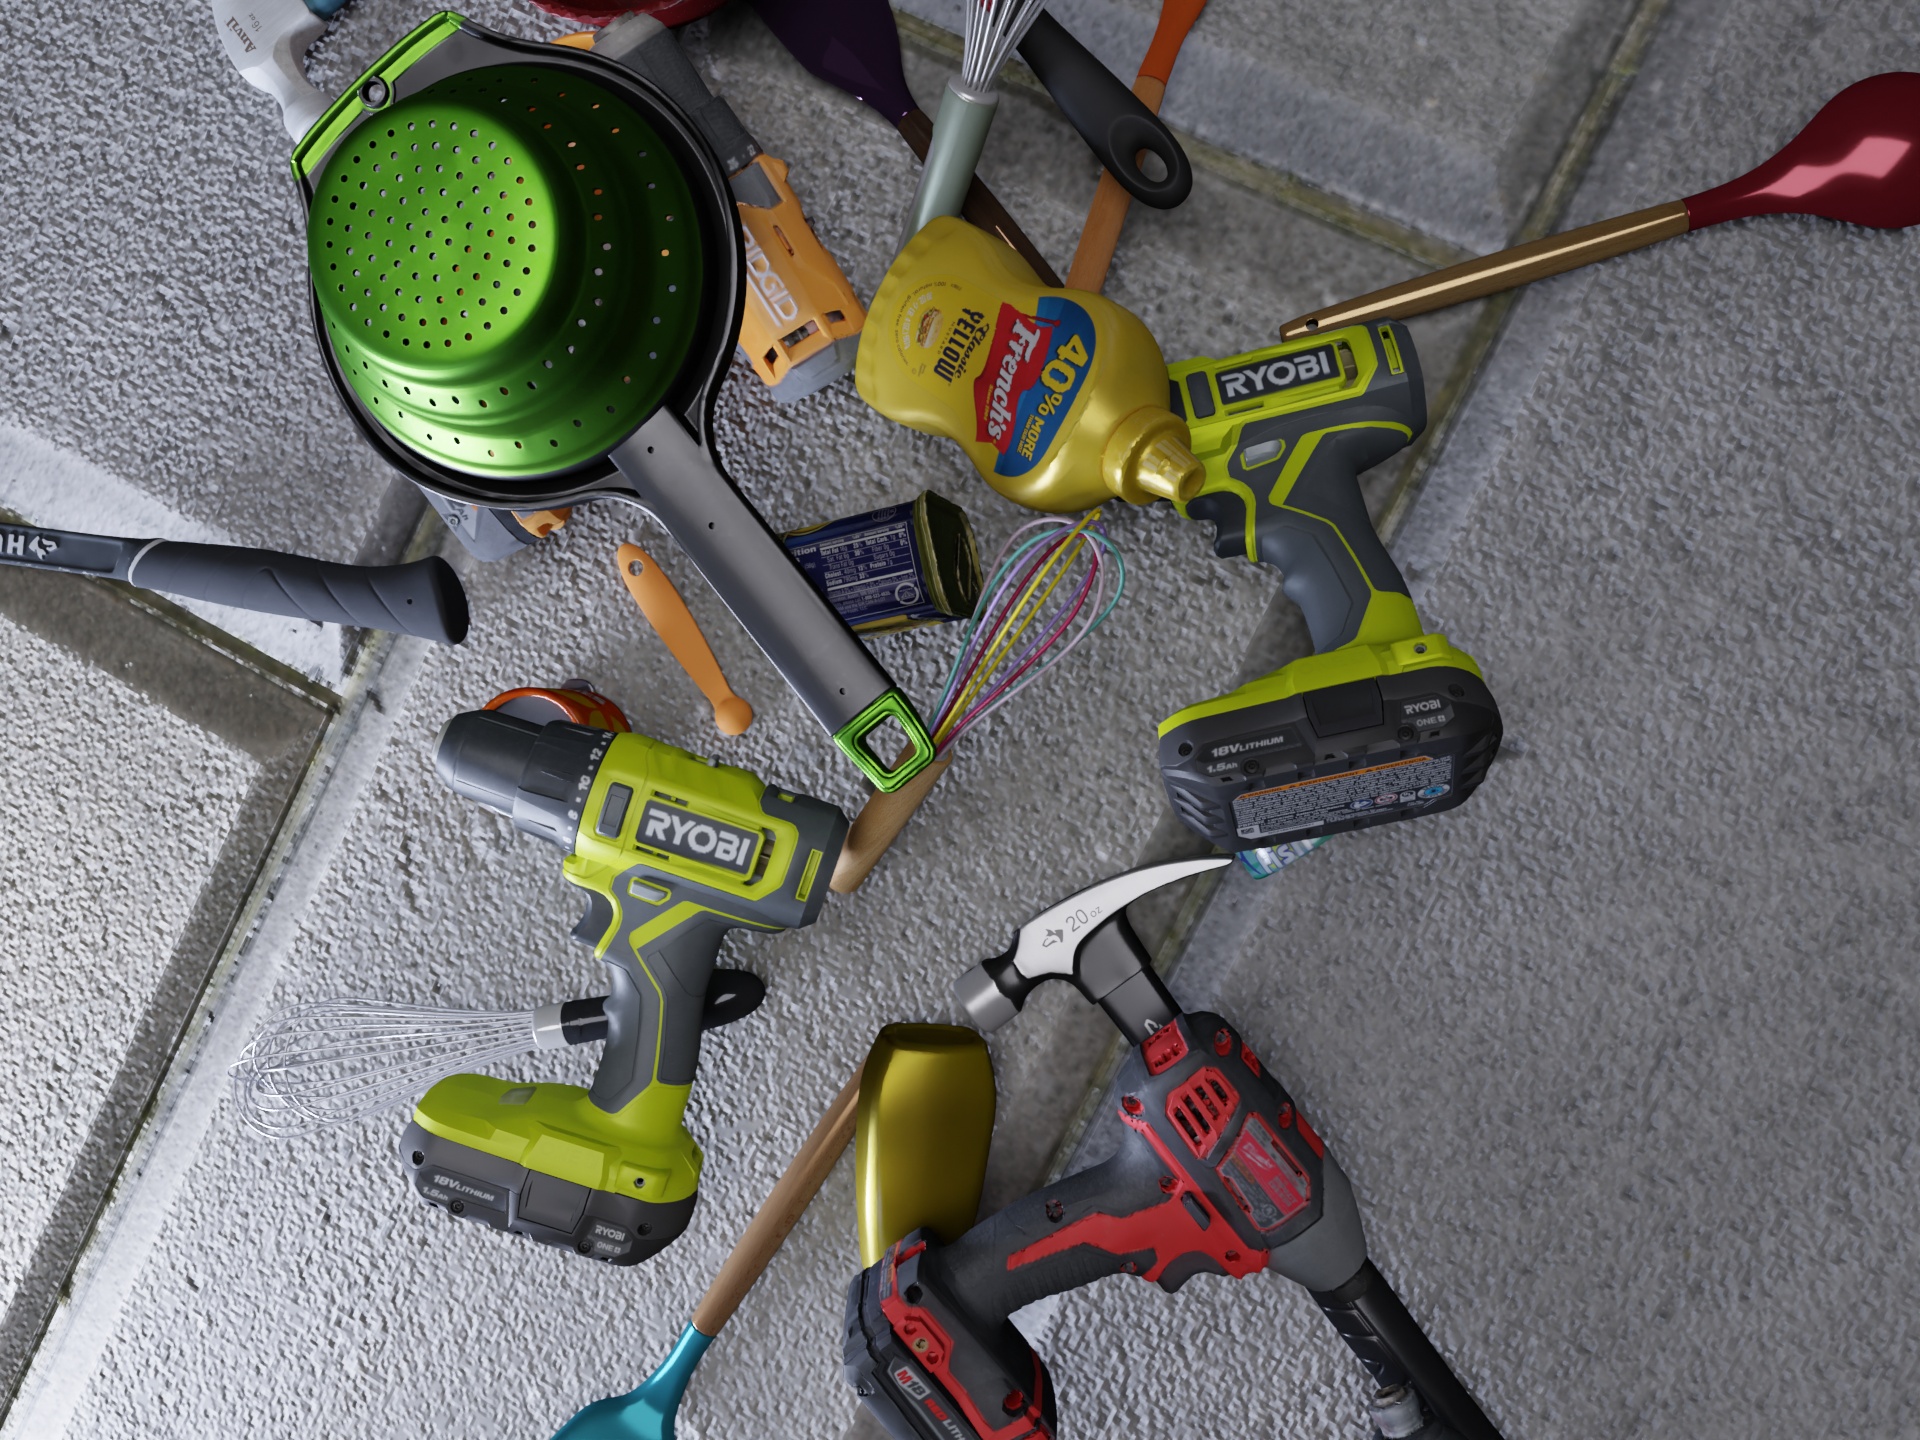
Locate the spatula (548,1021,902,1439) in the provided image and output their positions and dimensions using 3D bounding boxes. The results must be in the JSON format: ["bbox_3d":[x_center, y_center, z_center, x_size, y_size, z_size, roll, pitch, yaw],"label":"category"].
[{"bbox_3d":[-0.115,0.284,0.786,0.082,0.044,0.317,34,94,8],"label":"spatula"}]

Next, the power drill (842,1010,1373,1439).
[{"bbox_3d":[0.068,0.244,0.699,0.219,0.078,0.143,-38,96,5],"label":"power drill"}]

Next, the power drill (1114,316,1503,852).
[{"bbox_3d":[0.133,-0.064,0.696,0.171,0.080,0.223,-13,61,10],"label":"power drill"}]

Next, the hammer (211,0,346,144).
[{"bbox_3d":[-0.257,-0.452,0.828,0.331,0.033,0.128,-38,84,8],"label":"hammer"}]

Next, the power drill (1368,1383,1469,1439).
[{"bbox_3d":[0.147,0.396,0.703,0.226,0.084,0.164,-25,85,17],"label":"power drill"}]

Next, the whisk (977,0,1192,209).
[{"bbox_3d":[0.011,-0.347,0.746,0.073,0.073,0.296,-40,77,8],"label":"whisk"}]

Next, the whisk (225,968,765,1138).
[{"bbox_3d":[-0.237,0.161,0.807,0.284,0.070,0.070,-10,87,6],"label":"whisk"}]

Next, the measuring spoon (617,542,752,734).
[{"bbox_3d":[-0.143,-0.042,0.811,0.021,0.011,0.117,-35,83,8],"label":"measuring spoon"}]

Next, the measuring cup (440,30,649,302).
[{"bbox_3d":[-0.206,-0.262,0.807,0.095,0.052,0.173,44,101,7],"label":"measuring cup"}]

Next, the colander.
[{"bbox_3d":[-0.148,-0.128,0.660,0.204,0.094,0.397,-39,88,9],"label":"colander"}]

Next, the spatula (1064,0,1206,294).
[{"bbox_3d":[0.079,-0.282,0.748,0.081,0.041,0.322,17,87,23],"label":"spatula"}]

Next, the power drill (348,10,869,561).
[{"bbox_3d":[-0.177,-0.202,0.757,0.226,0.084,0.185,-29,113,9],"label":"power drill"}]

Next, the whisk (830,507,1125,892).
[{"bbox_3d":[0.000,-0.003,0.726,0.051,0.047,0.245,22,126,-18],"label":"whisk"}]

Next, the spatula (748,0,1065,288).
[{"bbox_3d":[-0.008,-0.279,0.785,0.060,0.018,0.316,-36,83,-2],"label":"spatula"}]

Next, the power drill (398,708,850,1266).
[{"bbox_3d":[-0.174,0.116,0.740,0.190,0.080,0.228,18,93,-3],"label":"power drill"}]

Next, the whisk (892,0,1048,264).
[{"bbox_3d":[0.008,-0.289,0.710,0.059,0.058,0.246,20,132,-5],"label":"whisk"}]

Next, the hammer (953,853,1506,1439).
[{"bbox_3d":[0.151,0.215,0.741,0.146,0.035,0.335,-38,83,9],"label":"hammer"}]

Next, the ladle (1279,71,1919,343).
[{"bbox_3d":[0.301,-0.222,0.723,0.315,0.031,0.069,-15,88,12],"label":"ladle"}]

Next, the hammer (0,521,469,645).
[{"bbox_3d":[-0.457,-0.083,0.861,0.409,0.036,0.149,9,92,11],"label":"hammer"}]
